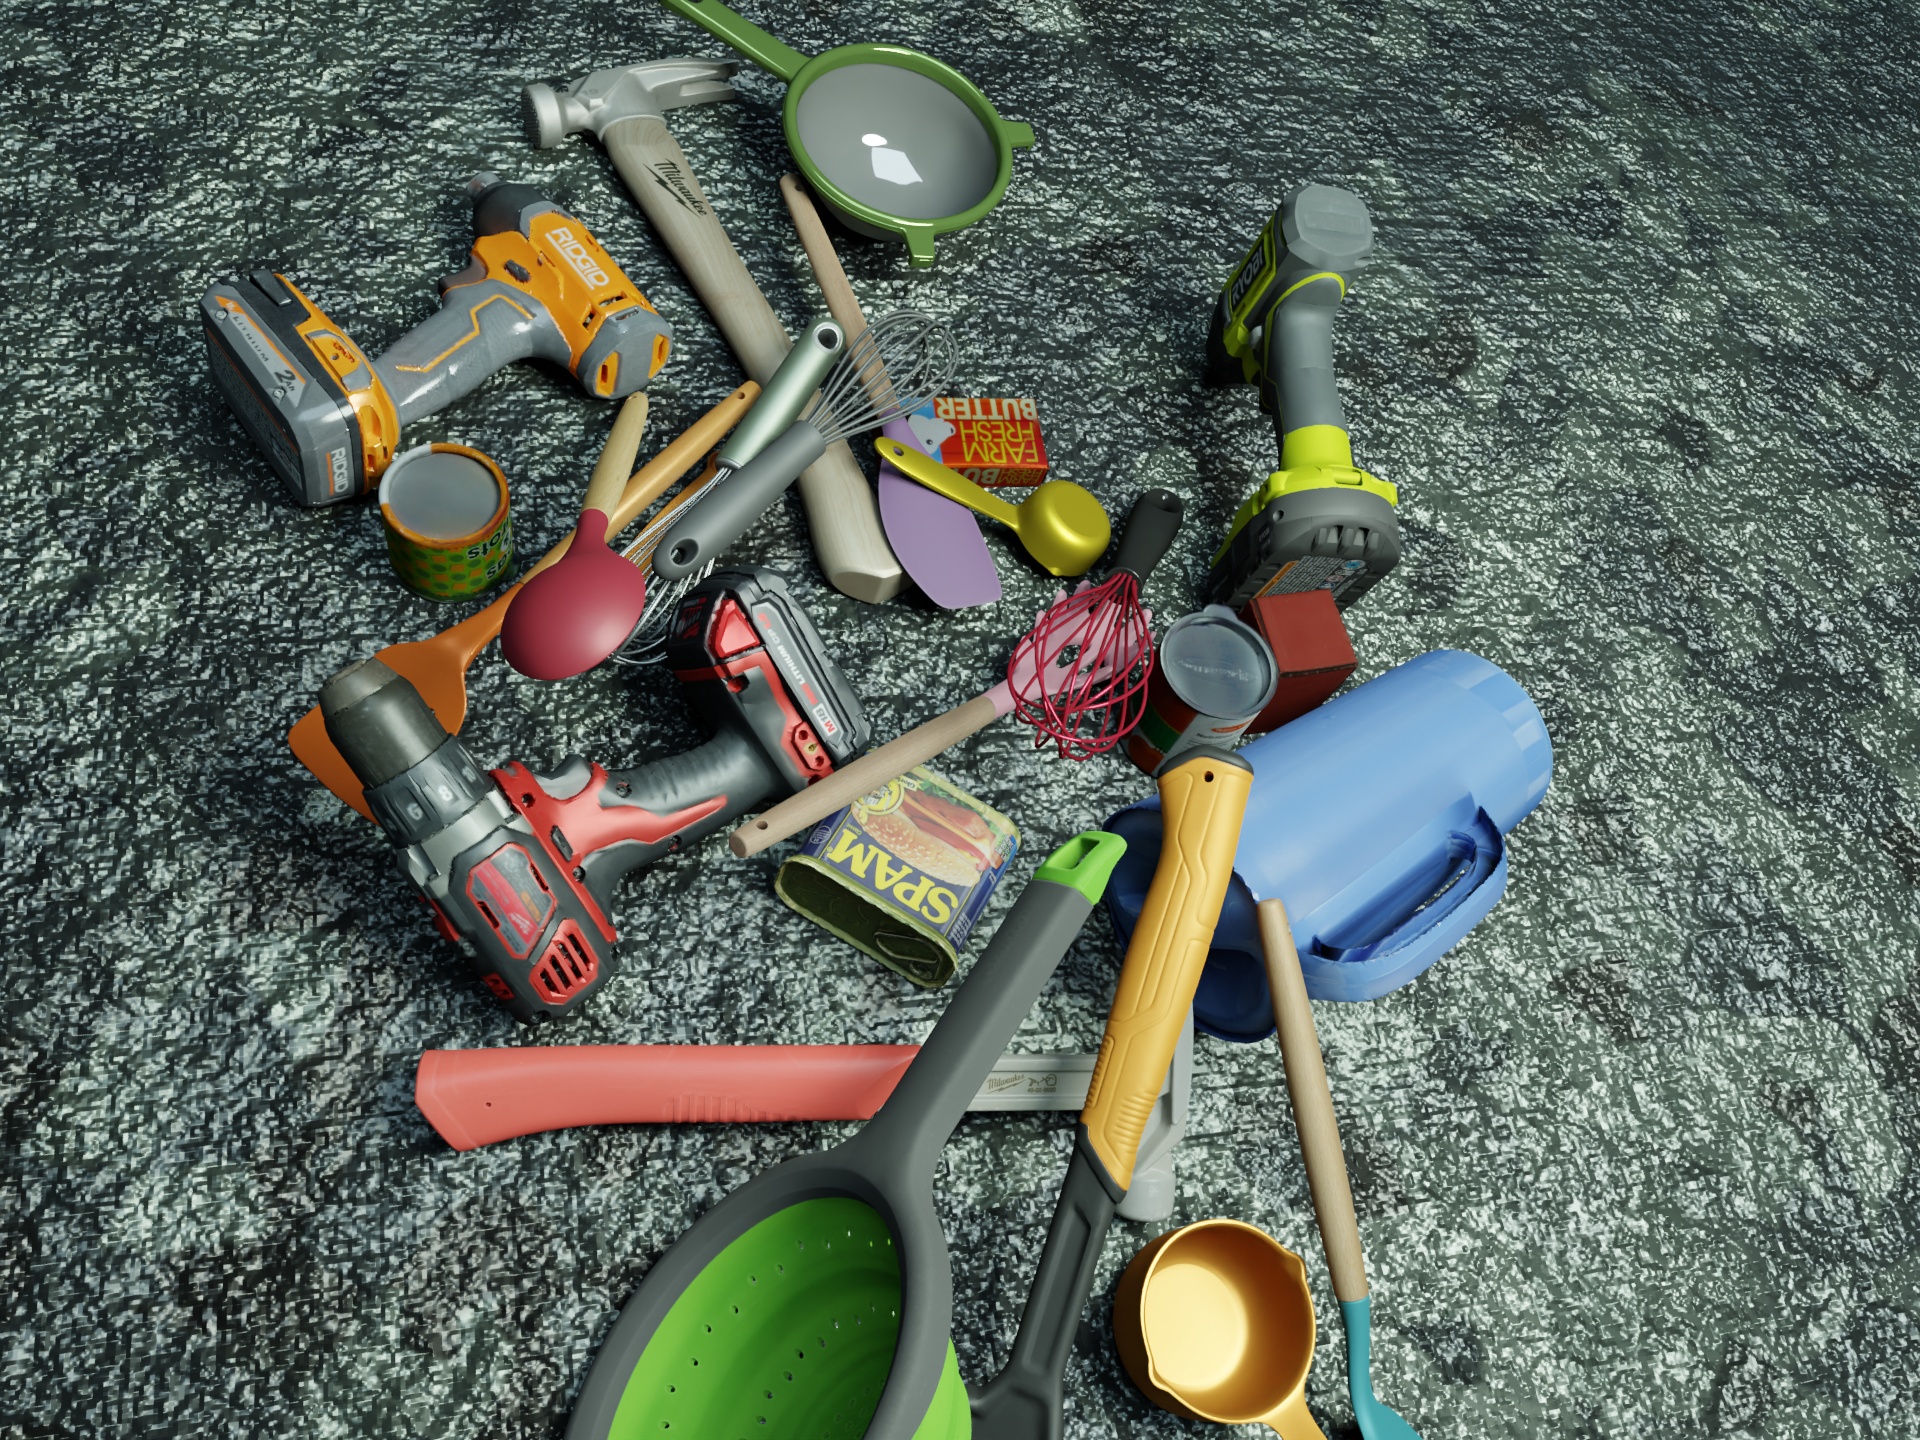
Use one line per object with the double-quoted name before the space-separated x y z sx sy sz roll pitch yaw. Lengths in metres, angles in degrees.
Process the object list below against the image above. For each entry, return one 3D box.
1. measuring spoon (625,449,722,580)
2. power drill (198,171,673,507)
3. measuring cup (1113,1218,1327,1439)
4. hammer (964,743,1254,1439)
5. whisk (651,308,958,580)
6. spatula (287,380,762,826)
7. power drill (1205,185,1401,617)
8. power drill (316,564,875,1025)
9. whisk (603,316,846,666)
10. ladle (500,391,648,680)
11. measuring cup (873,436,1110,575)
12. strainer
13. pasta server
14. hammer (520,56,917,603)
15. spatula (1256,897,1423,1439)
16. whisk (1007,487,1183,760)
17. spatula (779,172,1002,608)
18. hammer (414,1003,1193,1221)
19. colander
"measuring spoon" -0.164 -0.112 0.911 0.021 0.011 0.117 33 64 4
"power drill" -0.300 -0.227 0.899 0.226 0.084 0.164 -31 73 -30
"measuring cup" 0.137 0.316 0.736 0.095 0.052 0.174 -28 80 -26
"hammer" 0.078 0.175 0.709 0.127 0.034 0.337 15 82 21
"whisk" -0.082 -0.151 0.868 0.055 0.055 0.239 39 63 8
"spatula" -0.215 -0.080 0.853 0.081 0.041 0.323 37 63 8
"power drill" 0.193 -0.177 0.950 0.080 0.171 0.223 4 71 -12
"power drill" -0.173 0.010 0.768 0.227 0.080 0.187 -39 108 -26
"whisk" -0.130 -0.131 0.882 0.057 0.059 0.246 37 68 -18
"ladle" -0.180 -0.110 0.805 0.069 0.031 0.316 -16 30 5
"measuring cup" 0.022 -0.134 0.924 0.156 0.029 0.062 23 48 -25
"strainer" -0.090 -0.388 1.031 0.256 0.069 0.151 34 61 0
"pasta server" -0.001 -0.003 0.827 0.060 0.040 0.316 40 41 20
"hammer" -0.124 -0.250 0.976 0.146 0.038 0.411 -21 70 -24
"spatula" 0.184 0.234 0.723 0.044 0.082 0.317 -12 91 20
"whisk" 0.085 -0.064 0.870 0.073 0.073 0.296 28 35 2
"spatula" -0.053 -0.202 0.947 0.059 0.018 0.316 -11 68 -29
"hammer" -0.068 0.161 0.749 0.359 0.037 0.149 2 93 -8
"colander" -0.019 0.226 0.677 0.094 0.204 0.397 45 68 -26
